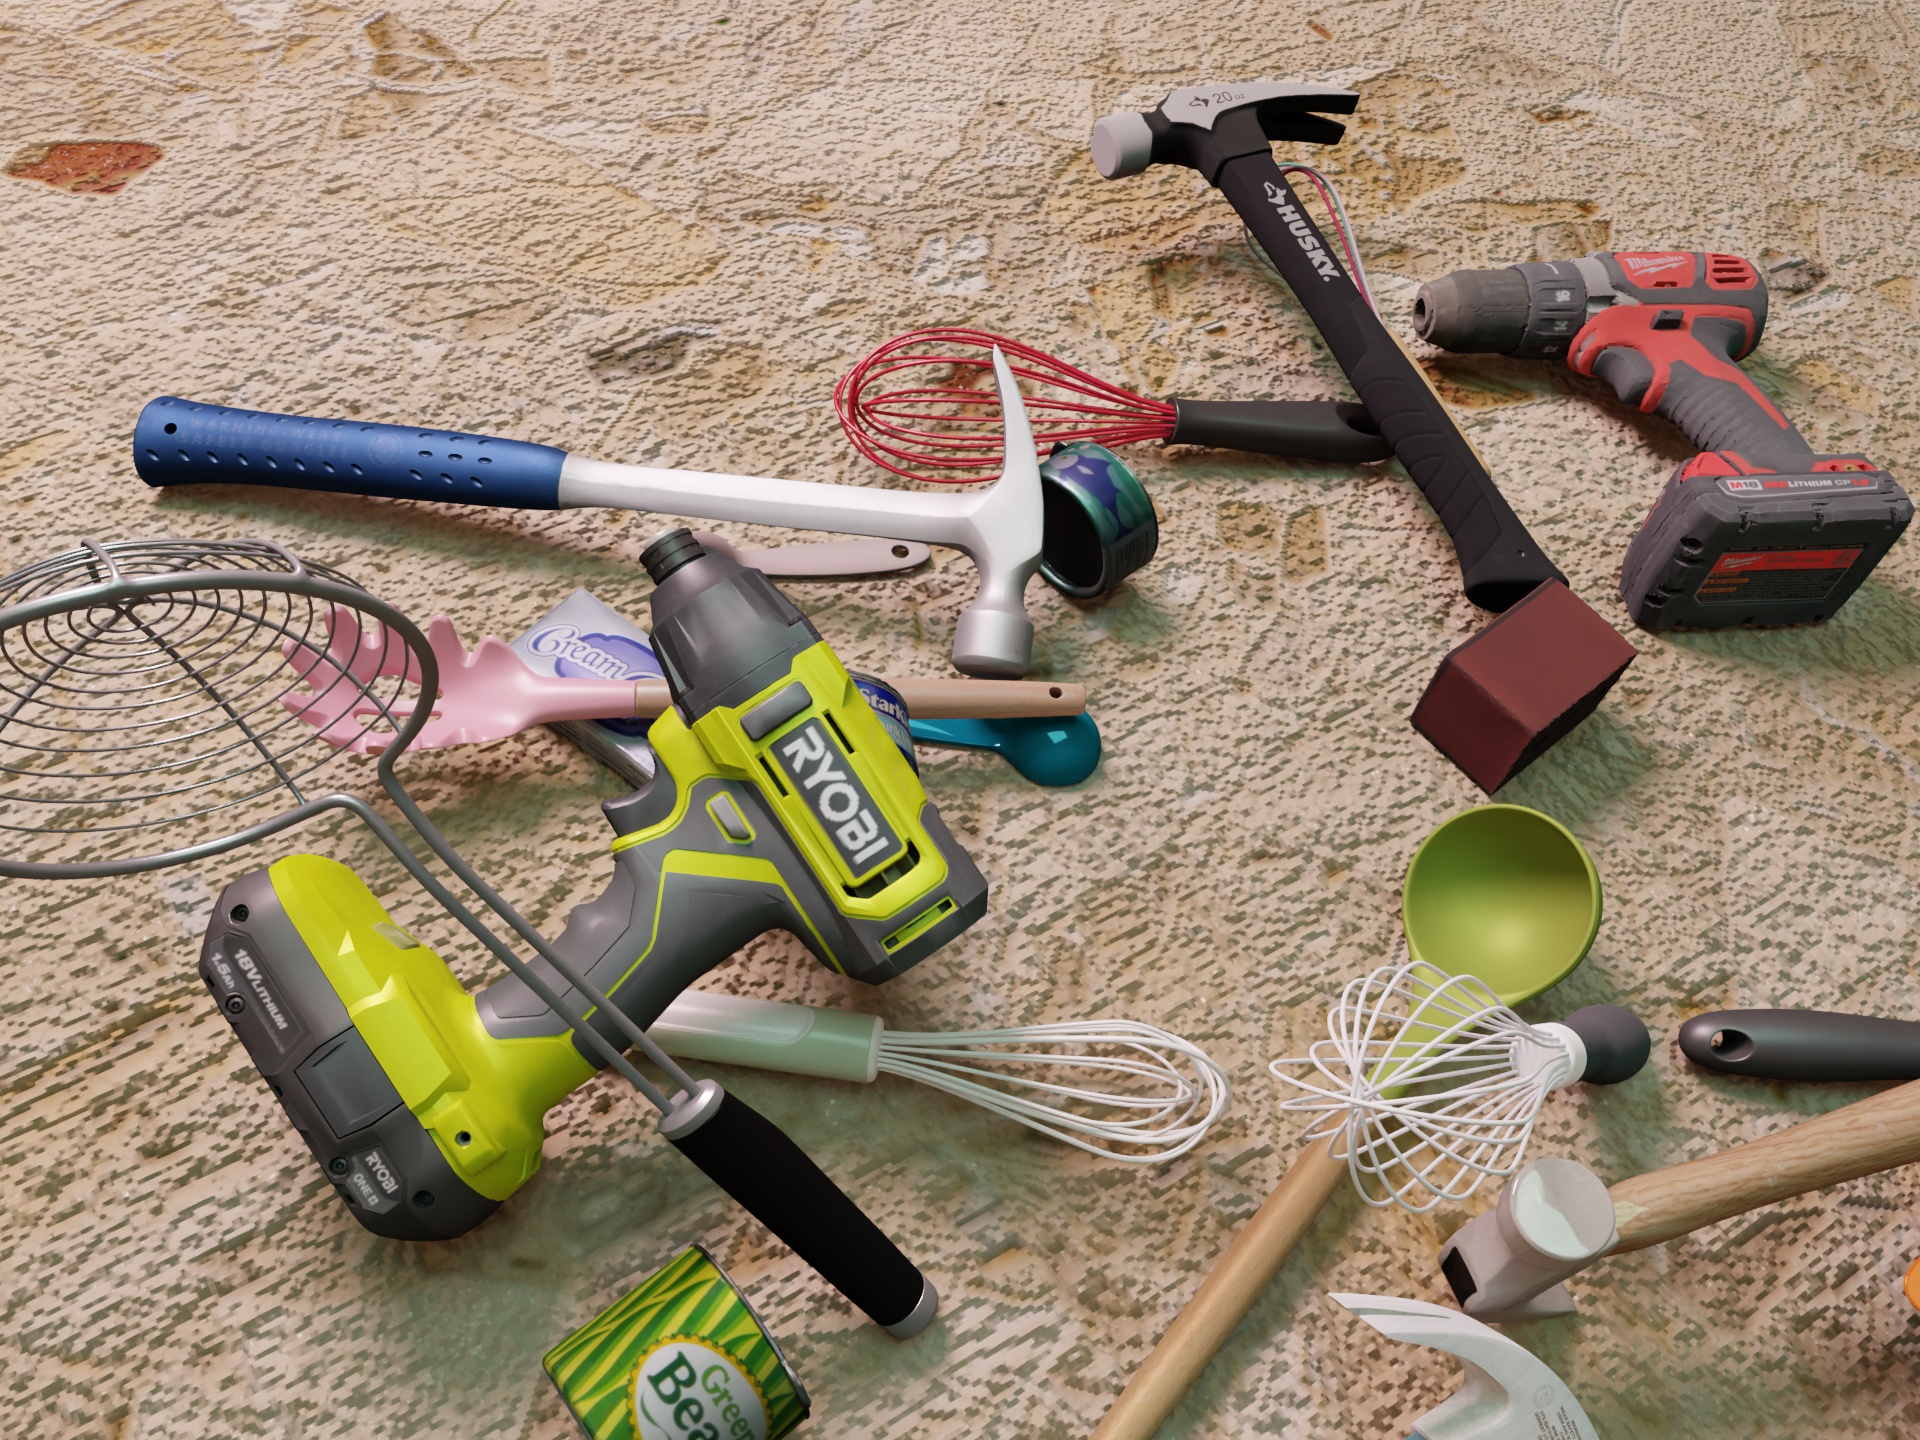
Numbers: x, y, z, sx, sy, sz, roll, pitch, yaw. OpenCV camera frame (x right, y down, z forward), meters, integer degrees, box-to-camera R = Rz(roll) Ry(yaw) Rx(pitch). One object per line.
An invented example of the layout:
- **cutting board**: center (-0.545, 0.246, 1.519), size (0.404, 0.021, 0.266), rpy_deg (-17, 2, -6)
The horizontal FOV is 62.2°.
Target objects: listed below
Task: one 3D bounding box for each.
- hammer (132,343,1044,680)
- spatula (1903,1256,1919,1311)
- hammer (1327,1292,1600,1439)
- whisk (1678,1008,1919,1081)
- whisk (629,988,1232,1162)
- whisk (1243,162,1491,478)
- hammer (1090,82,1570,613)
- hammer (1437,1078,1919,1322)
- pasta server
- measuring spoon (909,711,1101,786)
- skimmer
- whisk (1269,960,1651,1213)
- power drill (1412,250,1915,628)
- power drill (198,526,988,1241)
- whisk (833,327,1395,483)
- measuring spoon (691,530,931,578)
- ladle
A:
- **hammer**: center (-0.163, -0.110, 0.705), size (0.405, 0.035, 0.144), rpy_deg (7, 79, 5)
- **spatula**: center (0.414, 0.296, 0.479), size (0.081, 0.041, 0.323), rpy_deg (-28, 82, -8)
- **hammer**: center (0.048, 0.280, 0.467), size (0.331, 0.033, 0.128), rpy_deg (-22, 95, -15)
- **whisk**: center (0.404, 0.129, 0.629), size (0.239, 0.055, 0.055), rpy_deg (2, 55, -1)
- **whisk**: center (-0.024, 0.121, 0.583), size (0.246, 0.059, 0.058), rpy_deg (7, 43, 4)
- **whisk**: center (0.216, -0.216, 0.853), size (0.051, 0.047, 0.245), rpy_deg (-15, 63, -18)
- **hammer**: center (0.201, -0.194, 0.794), size (0.146, 0.035, 0.335), rpy_deg (-19, 67, -18)
- **hammer**: center (0.318, 0.141, 0.546), size (0.331, 0.130, 0.031), rpy_deg (-14, 59, -10)
- **pasta server**: center (-0.103, -0.011, 0.640), size (0.316, 0.040, 0.060), rpy_deg (0, 68, -9)
- **measuring spoon**: center (-0.001, -0.002, 0.685), size (0.128, 0.021, 0.042), rpy_deg (11, 55, -1)
- **skimmer**: center (-0.116, 0.092, 0.439), size (0.127, 0.363, 0.090), rpy_deg (-32, 27, 13)
- **whisk**: center (0.184, 0.113, 0.521), size (0.284, 0.070, 0.070), rpy_deg (10, 40, -53)
- **power drill**: center (0.344, -0.156, 0.804), size (0.188, 0.080, 0.227), rpy_deg (-2, 53, -9)
- **power drill**: center (-0.126, 0.053, 0.541), size (0.223, 0.080, 0.171), rpy_deg (-34, 88, -7)
- **whisk**: center (0.084, -0.149, 0.780), size (0.295, 0.073, 0.073), rpy_deg (1, 55, -14)
- **measuring spoon**: center (-0.074, -0.078, 0.731), size (0.124, 0.018, 0.034), rpy_deg (-4, 56, -9)
- **ladle**: center (0.134, 0.150, 0.577), size (0.078, 0.062, 0.320), rpy_deg (22, 55, 40)
